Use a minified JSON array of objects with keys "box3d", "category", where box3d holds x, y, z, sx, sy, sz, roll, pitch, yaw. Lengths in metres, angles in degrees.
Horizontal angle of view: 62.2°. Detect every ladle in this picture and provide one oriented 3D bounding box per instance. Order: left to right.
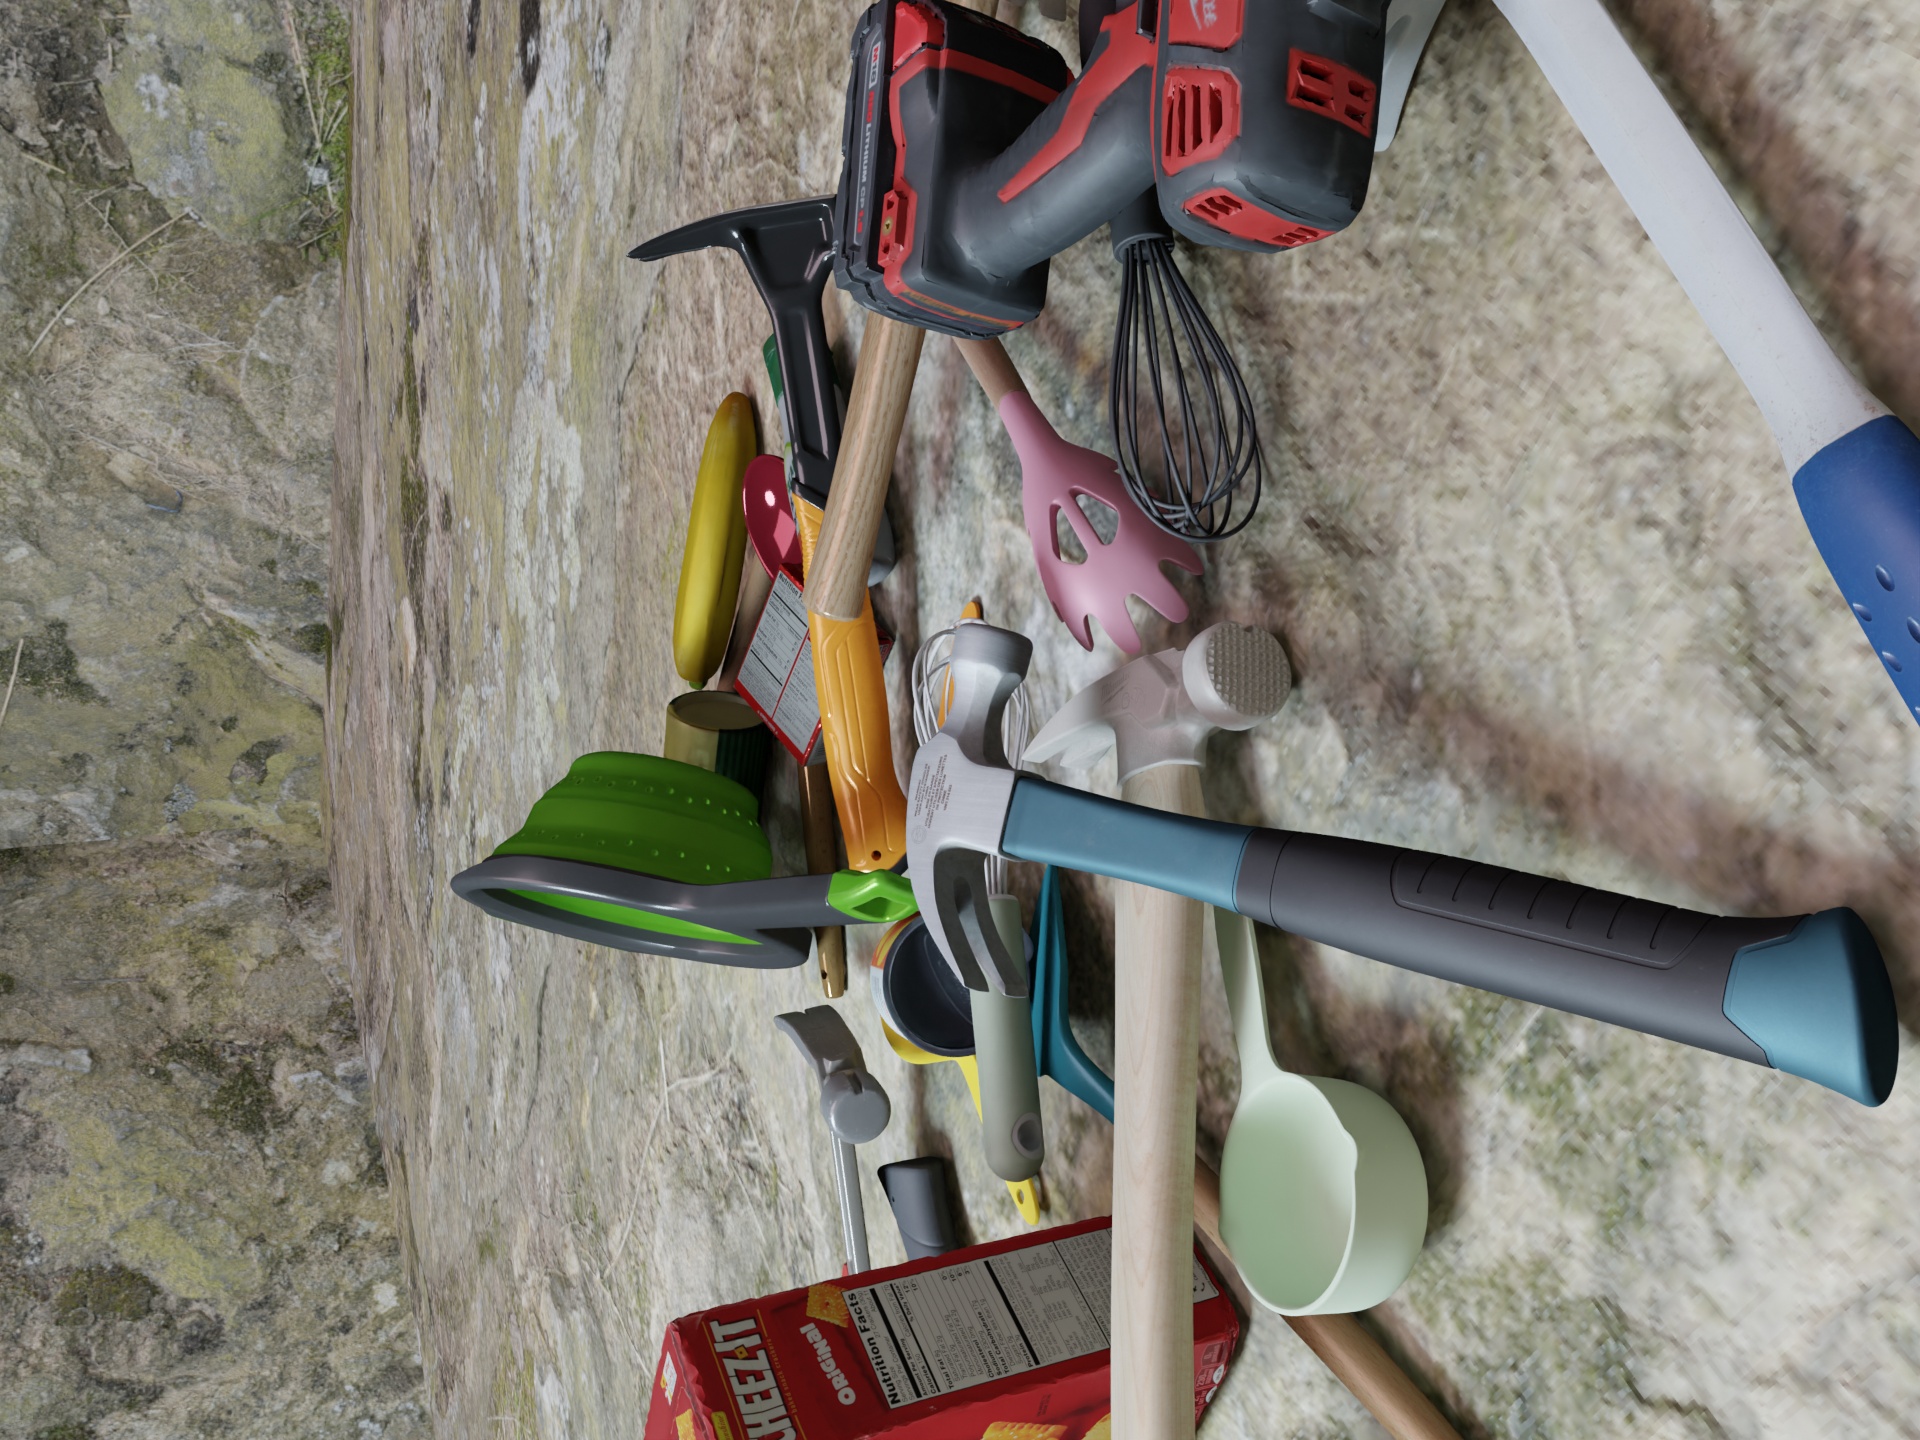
[{"box3d":[-0.088,0.004,0.919,0.069,0.031,0.315,-3,93,49],"category":"ladle"}]

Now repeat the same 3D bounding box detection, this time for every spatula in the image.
[{"box3d":[0.096,0.170,0.606,0.318,0.044,0.082,43,130,46],"category":"spatula"}]

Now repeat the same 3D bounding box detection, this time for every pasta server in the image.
[{"box3d":[0.019,-0.145,0.687,0.060,0.040,0.317,-35,45,12],"category":"pasta server"}]

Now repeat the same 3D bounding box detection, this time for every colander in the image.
[{"box3d":[-0.132,0.065,0.850,0.397,0.204,0.094,-13,62,53],"category":"colander"}]

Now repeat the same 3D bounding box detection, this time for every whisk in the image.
[{"box3d":[0.011,0.071,0.684,0.059,0.057,0.246,-25,63,45],"category":"whisk"},{"box3d":[0.071,-0.176,0.587,0.055,0.055,0.239,-32,61,59],"category":"whisk"}]

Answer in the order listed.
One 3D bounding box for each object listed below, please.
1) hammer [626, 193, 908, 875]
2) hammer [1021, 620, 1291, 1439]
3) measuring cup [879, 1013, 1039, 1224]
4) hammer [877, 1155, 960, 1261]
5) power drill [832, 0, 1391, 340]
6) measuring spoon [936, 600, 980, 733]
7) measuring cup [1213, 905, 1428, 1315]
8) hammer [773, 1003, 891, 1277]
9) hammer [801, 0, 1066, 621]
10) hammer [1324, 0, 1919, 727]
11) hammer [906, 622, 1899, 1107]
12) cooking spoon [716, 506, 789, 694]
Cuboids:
[{"box3d":[-0.072,-0.082,0.790,0.034,0.127,0.337,-72,-26,-78],"category":"hammer"},{"box3d":[0.063,0.178,0.556,0.146,0.038,0.411,148,128,-60],"category":"hammer"},{"box3d":[-0.003,0.180,0.778,0.157,0.029,0.062,61,143,41],"category":"measuring cup"},{"box3d":[0.035,0.393,0.734,0.149,0.036,0.409,-62,41,46],"category":"hammer"},{"box3d":[0.049,-0.229,0.517,0.227,0.080,0.188,-1,83,58],"category":"power drill"},{"box3d":[-0.001,-0.002,0.778,0.021,0.011,0.117,39,124,54],"category":"measuring spoon"},{"box3d":[0.118,0.120,0.553,0.083,0.038,0.168,125,149,-46],"category":"measuring cup"},{"box3d":[-0.050,0.336,0.843,0.149,0.036,0.359,-159,62,-72],"category":"hammer"},{"box3d":[-0.021,-0.203,0.705,0.130,0.031,0.331,-135,56,-59],"category":"hammer"},{"box3d":[0.196,-0.068,0.372,0.144,0.035,0.406,-52,49,51],"category":"hammer"},{"box3d":[0.101,0.047,0.482,0.331,0.033,0.128,10,85,46],"category":"hammer"},{"box3d":[-0.154,-0.014,1.048,0.069,0.017,0.318,63,144,37],"category":"cooking spoon"}]
